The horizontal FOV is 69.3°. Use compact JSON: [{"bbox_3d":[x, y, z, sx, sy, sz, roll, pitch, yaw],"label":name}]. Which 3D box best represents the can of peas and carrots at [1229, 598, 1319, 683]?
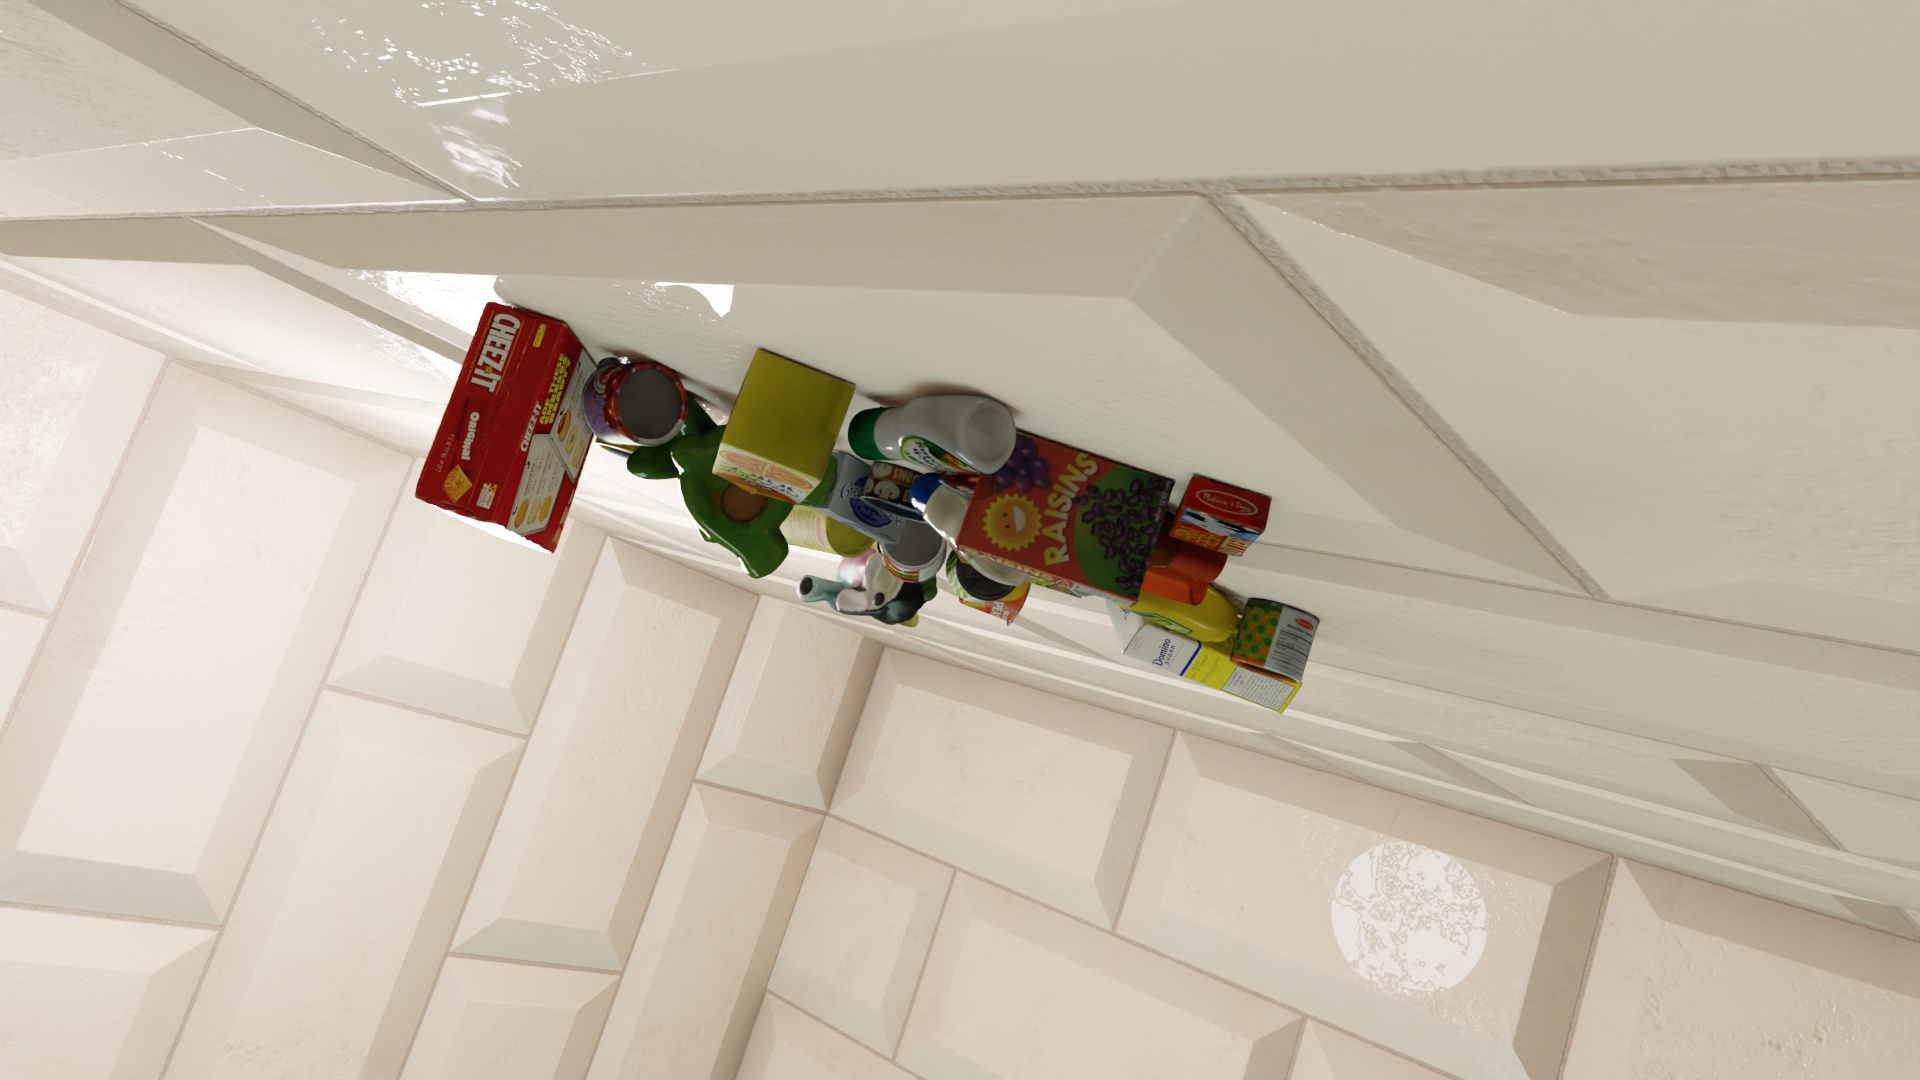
[{"bbox_3d":[0.278,0.090,1.236,0.071,0.059,0.071,19,171,3],"label":"can of peas and carrots"}]

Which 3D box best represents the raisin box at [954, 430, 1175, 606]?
[{"bbox_3d":[0.068,-0.015,0.913,0.123,0.086,0.040,18,173,3],"label":"raisin box"}]

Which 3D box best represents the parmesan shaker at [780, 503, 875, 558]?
[{"bbox_3d":[-0.140,-0.024,1.416,0.071,0.071,0.103,26,170,-41],"label":"parmesan shaker"}]

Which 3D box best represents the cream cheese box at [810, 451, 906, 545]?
[{"bbox_3d":[-0.086,-0.037,1.235,0.024,0.053,0.103,9,168,38],"label":"cream cheese box"}]

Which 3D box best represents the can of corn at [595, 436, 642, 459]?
[{"bbox_3d":[-0.283,-0.101,1.232,0.071,0.058,0.071,18,172,3],"label":"can of corn"}]

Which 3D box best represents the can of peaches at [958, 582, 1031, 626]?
[{"bbox_3d":[0.036,0.048,1.463,0.058,0.071,0.071,22,171,-13],"label":"can of peaches"}]

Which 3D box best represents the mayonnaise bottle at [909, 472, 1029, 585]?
[{"bbox_3d":[0.004,-0.014,1.086,0.064,0.041,0.148,29,-173,-32],"label":"mayonnaise bottle"}]

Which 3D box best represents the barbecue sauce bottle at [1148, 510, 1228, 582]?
[{"bbox_3d":[0.116,-0.010,0.983,0.148,0.043,0.065,19,-170,-12],"label":"barbecue sauce bottle"}]

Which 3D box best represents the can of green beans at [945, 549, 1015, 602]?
[{"bbox_3d":[0.022,0.028,1.378,0.071,0.071,0.057,20,172,-10],"label":"can of green beans"}]

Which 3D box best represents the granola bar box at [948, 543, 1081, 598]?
[{"bbox_3d":[0.054,0.006,1.256,0.124,0.039,0.165,17,172,9],"label":"granola bar box"}]

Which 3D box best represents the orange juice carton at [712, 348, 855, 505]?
[{"bbox_3d":[-0.133,-0.076,1.014,0.073,0.072,0.192,21,171,-10],"label":"orange juice carton"}]

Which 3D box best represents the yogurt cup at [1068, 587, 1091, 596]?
[{"bbox_3d":[0.088,0.003,1.065,0.054,0.072,0.072,28,180,43],"label":"yogurt cup"}]

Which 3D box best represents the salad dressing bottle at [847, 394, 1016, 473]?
[{"bbox_3d":[-0.023,-0.069,0.907,0.064,0.044,0.147,27,169,-31],"label":"salad dressing bottle"}]

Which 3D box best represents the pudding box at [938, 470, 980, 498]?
[{"bbox_3d":[0.030,-0.040,1.028,0.049,0.030,0.083,13,170,47],"label":"pudding box"}]

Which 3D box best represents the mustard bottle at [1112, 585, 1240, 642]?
[{"bbox_3d":[0.200,0.058,1.233,0.160,0.049,0.065,24,174,-31],"label":"mustard bottle"}]

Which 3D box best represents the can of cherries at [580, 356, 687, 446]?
[{"bbox_3d":[-0.260,-0.111,1.101,0.071,0.071,0.058,25,169,-38],"label":"can of cherries"}]

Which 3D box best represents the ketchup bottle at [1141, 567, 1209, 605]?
[{"bbox_3d":[0.125,0.012,1.119,0.149,0.043,0.064,16,170,22],"label":"ketchup bottle"}]

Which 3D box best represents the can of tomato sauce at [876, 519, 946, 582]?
[{"bbox_3d":[-0.048,0.003,1.369,0.071,0.071,0.083,19,171,2],"label":"can of tomato sauce"}]

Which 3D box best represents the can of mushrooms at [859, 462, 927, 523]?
[{"bbox_3d":[-0.050,-0.041,1.198,0.071,0.033,0.071,19,172,3],"label":"can of mushrooms"}]

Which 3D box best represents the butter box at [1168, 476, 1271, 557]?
[{"bbox_3d":[0.169,-0.014,0.910,0.053,0.024,0.103,17,172,6],"label":"butter box"}]
